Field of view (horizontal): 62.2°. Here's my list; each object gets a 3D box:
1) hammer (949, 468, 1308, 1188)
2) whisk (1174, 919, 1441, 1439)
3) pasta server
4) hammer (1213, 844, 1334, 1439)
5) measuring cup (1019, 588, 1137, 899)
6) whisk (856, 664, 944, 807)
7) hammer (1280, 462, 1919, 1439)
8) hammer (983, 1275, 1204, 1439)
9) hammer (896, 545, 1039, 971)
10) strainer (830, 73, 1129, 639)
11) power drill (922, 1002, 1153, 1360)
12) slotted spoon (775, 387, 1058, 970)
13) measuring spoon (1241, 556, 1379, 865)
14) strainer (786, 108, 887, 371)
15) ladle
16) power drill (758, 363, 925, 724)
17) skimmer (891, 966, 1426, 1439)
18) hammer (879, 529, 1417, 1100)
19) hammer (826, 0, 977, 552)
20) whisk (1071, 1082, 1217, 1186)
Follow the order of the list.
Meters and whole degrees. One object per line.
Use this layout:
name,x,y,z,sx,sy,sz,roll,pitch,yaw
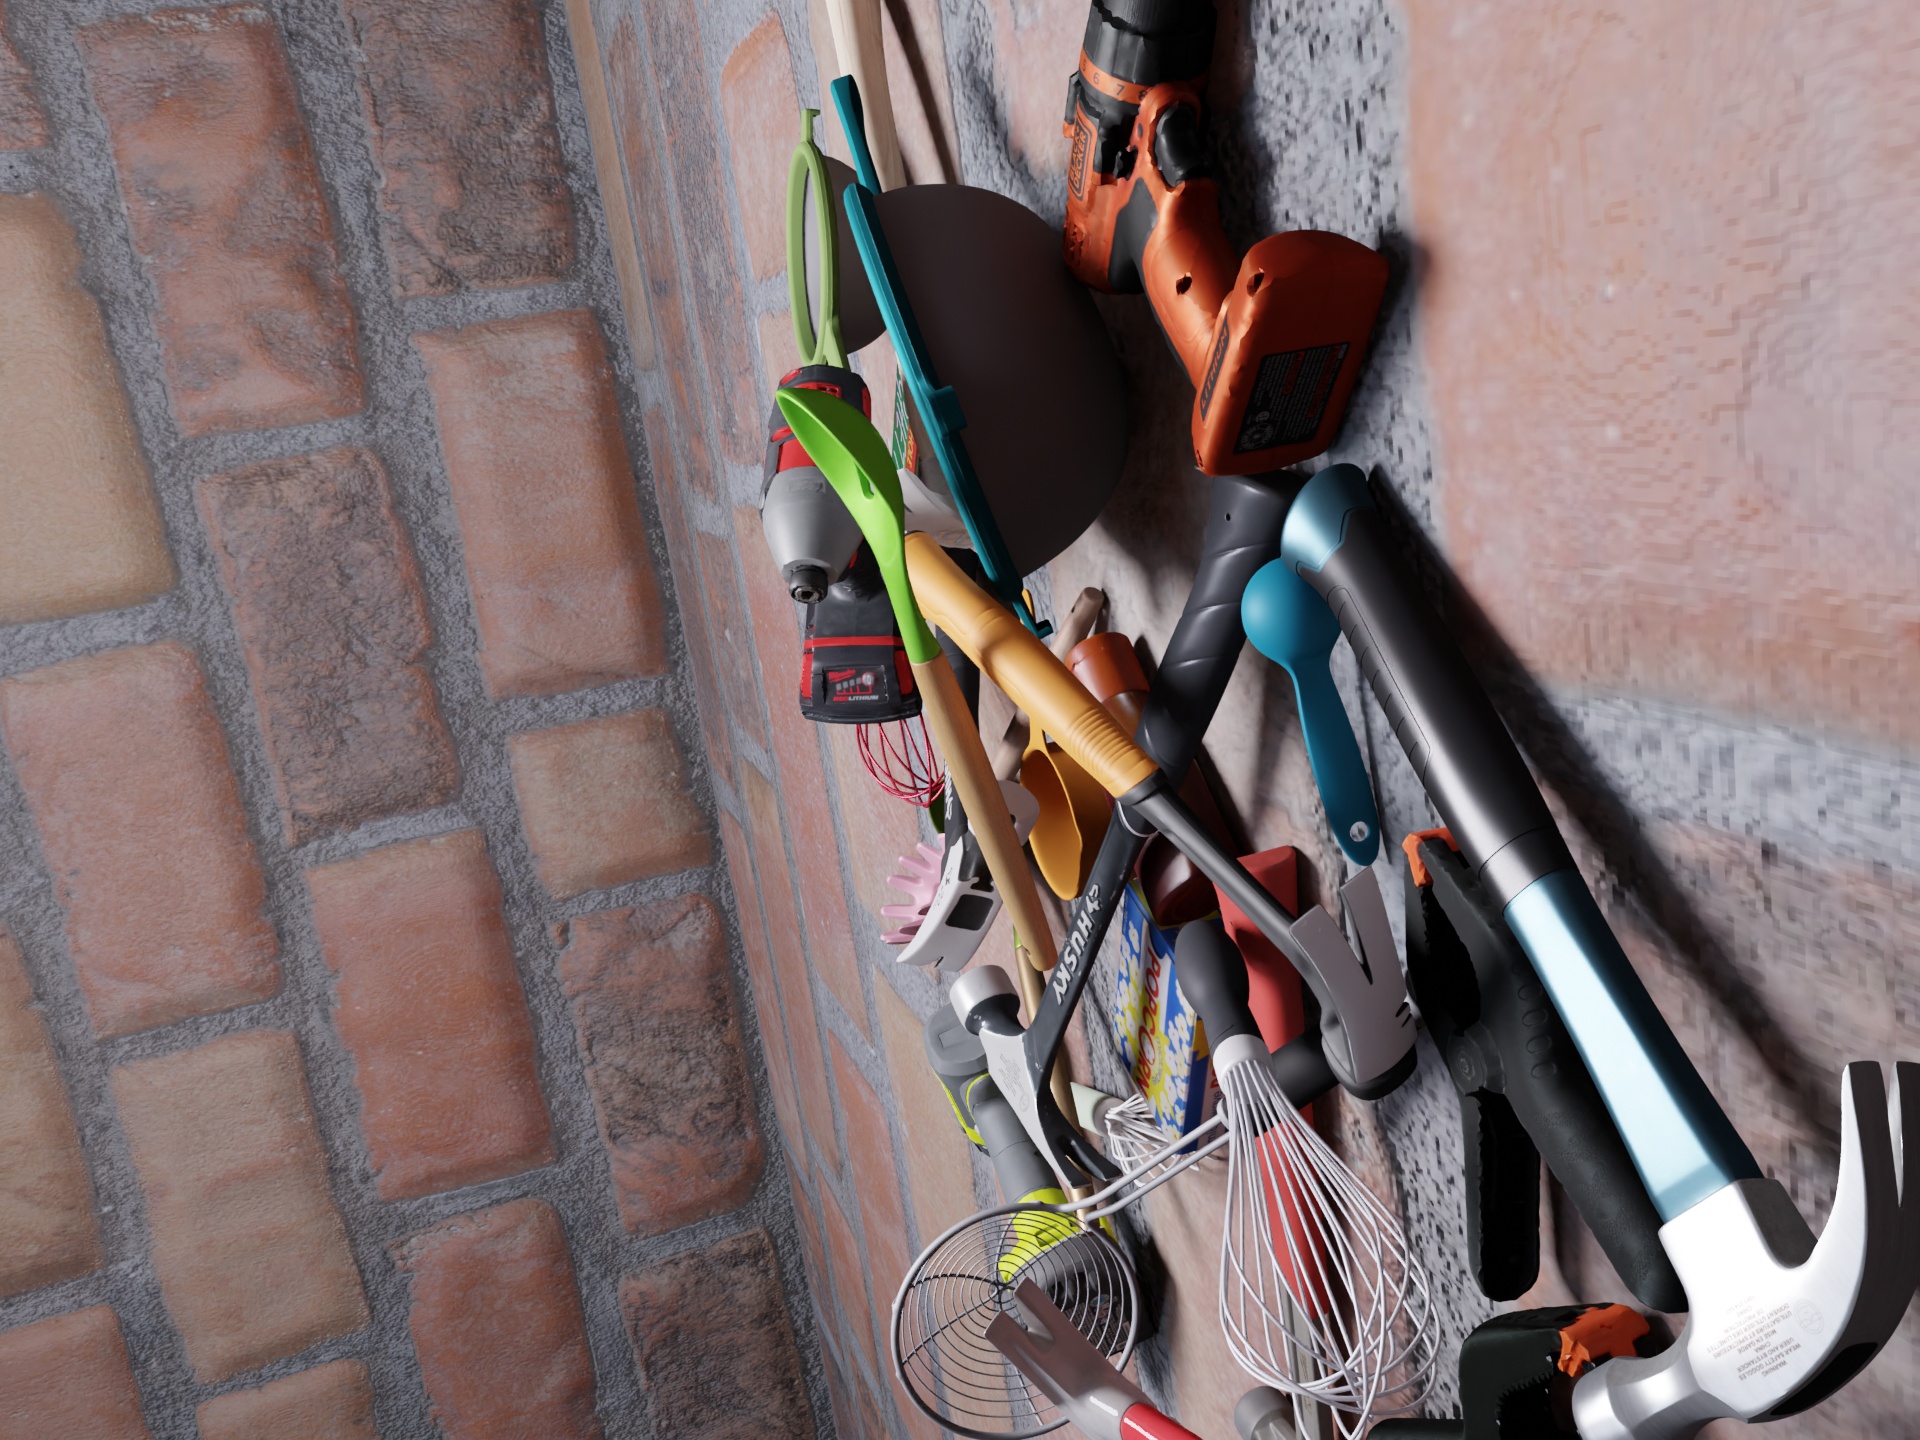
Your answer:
hammer,0.079,0.058,0.746,0.149,0.036,0.408,59,145,40
whisk,0.111,0.146,0.584,0.285,0.070,0.070,-94,-2,-68
pasta server,0.015,0.036,0.964,0.060,0.040,0.316,-91,20,-44
hammer,0.160,0.233,0.744,0.149,0.036,0.359,-146,45,-68
measuring cup,0.067,0.010,0.873,0.095,0.052,0.173,-155,56,-71
whisk,-0.053,-0.062,1.115,0.073,0.073,0.296,98,161,-51
hammer,0.174,0.044,0.498,0.128,0.033,0.331,-54,40,38
hammer,0.158,0.321,0.582,0.386,0.038,0.143,9,141,55
hammer,-0.001,-0.003,0.940,0.335,0.035,0.146,-93,19,-51
strainer,0.010,-0.223,0.795,0.210,0.095,0.341,60,-168,-59
power drill,0.050,0.325,1.100,0.190,0.080,0.229,70,175,-46
slotted spoon,-0.008,-0.009,0.708,0.070,0.031,0.313,35,151,57
measuring spoon,0.145,-0.002,0.620,0.021,0.042,0.128,-151,43,-80
strainer,-0.063,-0.268,1.048,0.151,0.069,0.257,106,154,-56
ladle,0.035,0.170,1.011,0.078,0.062,0.320,109,154,-51
power drill,-0.072,-0.091,0.952,0.219,0.078,0.143,79,-169,-61
skimmer,0.089,0.227,0.712,0.363,0.127,0.090,-50,18,43
hammer,0.057,0.009,0.654,0.337,0.034,0.127,47,170,41
hammer,-0.045,-0.302,0.938,0.146,0.038,0.411,10,-114,-62
whisk,0.096,0.243,0.968,0.246,0.059,0.058,145,148,-77
